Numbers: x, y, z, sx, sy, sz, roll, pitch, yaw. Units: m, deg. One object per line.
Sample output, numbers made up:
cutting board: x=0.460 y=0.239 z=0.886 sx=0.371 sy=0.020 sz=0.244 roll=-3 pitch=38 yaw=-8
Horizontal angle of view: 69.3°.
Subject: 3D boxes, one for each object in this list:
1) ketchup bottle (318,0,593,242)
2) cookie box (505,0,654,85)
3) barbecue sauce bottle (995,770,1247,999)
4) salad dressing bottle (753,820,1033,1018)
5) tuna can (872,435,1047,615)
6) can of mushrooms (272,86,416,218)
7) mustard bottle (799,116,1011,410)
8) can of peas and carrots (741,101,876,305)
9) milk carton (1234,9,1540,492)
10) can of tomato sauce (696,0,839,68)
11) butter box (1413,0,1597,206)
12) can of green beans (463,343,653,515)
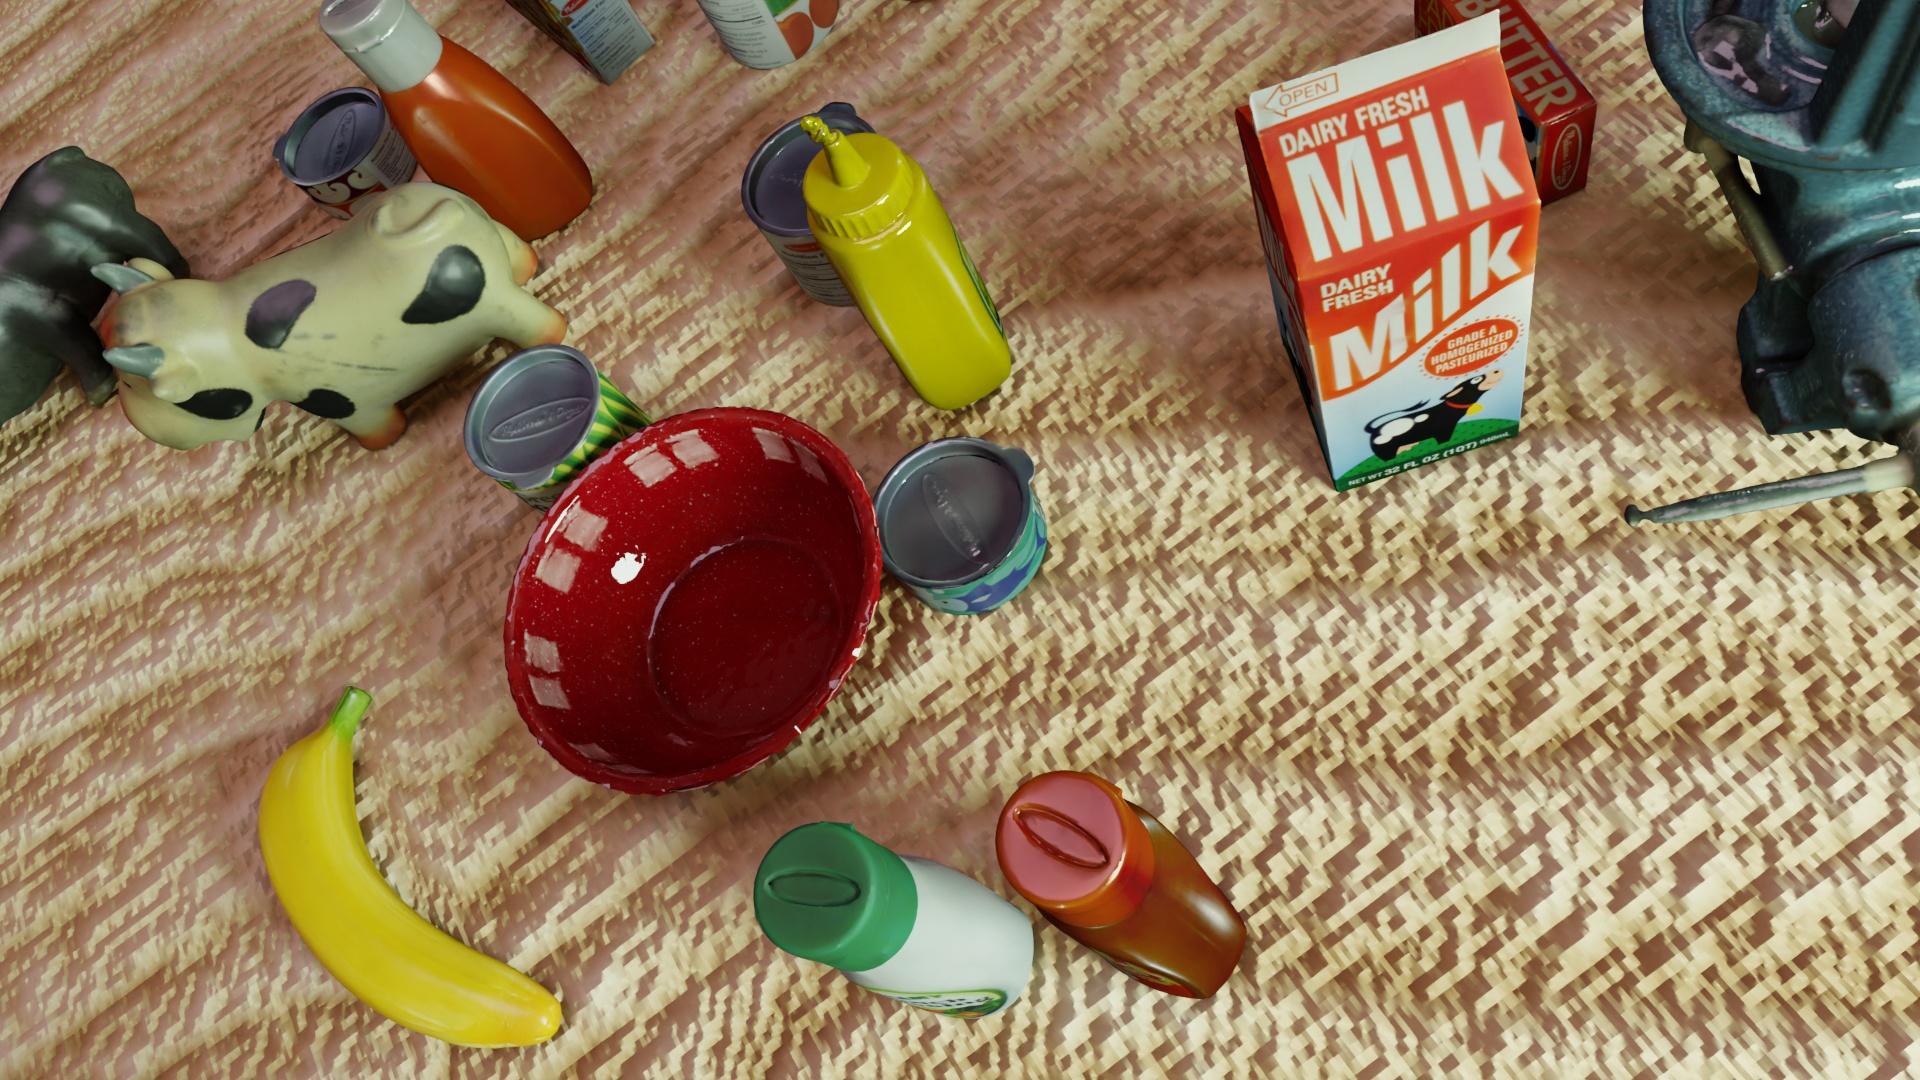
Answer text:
ketchup bottle: x=-0.238 y=-0.202 z=0.658 sx=0.065 sy=0.148 sz=0.044 roll=-22 pitch=62 yaw=8
cookie box: x=-0.241 y=-0.324 z=0.705 sx=0.040 sy=0.167 sz=0.123 roll=-45 pitch=61 yaw=-4
barbecue sauce bottle: x=0.048 y=0.105 z=0.422 sx=0.065 sy=0.148 sz=0.044 roll=27 pitch=78 yaw=27
salad dressing bottle: x=-0.019 y=0.121 z=0.437 sx=0.064 sy=0.147 sz=0.044 roll=1 pitch=67 yaw=19
tuna can: x=0.002 y=-0.007 z=0.555 sx=0.071 sy=0.032 sz=0.071 roll=-7 pitch=64 yaw=15
can of mushrooms: x=-0.337 y=-0.212 z=0.762 sx=0.071 sy=0.033 sz=0.071 roll=-7 pitch=64 yaw=15
mustard bottle: x=-0.024 y=-0.111 z=0.539 sx=0.049 sy=0.159 sz=0.065 roll=-28 pitch=61 yaw=5
can of peas and carrots: x=-0.056 y=-0.150 z=0.626 sx=0.071 sy=0.058 sz=0.071 roll=-7 pitch=65 yaw=15
milk carton: x=0.141 y=-0.095 z=0.459 sx=0.072 sy=0.190 sz=0.074 roll=-18 pitch=62 yaw=11
can of tomato sauce: x=-0.104 y=-0.290 z=0.692 sx=0.071 sy=0.083 sz=0.071 roll=-7 pitch=65 yaw=15
butter box: x=0.215 y=-0.188 z=0.556 sx=0.024 sy=0.053 sz=0.104 roll=-24 pitch=61 yaw=7
can of green beans: x=-0.175 y=-0.044 z=0.617 sx=0.071 sy=0.057 sz=0.071 roll=-7 pitch=65 yaw=15
